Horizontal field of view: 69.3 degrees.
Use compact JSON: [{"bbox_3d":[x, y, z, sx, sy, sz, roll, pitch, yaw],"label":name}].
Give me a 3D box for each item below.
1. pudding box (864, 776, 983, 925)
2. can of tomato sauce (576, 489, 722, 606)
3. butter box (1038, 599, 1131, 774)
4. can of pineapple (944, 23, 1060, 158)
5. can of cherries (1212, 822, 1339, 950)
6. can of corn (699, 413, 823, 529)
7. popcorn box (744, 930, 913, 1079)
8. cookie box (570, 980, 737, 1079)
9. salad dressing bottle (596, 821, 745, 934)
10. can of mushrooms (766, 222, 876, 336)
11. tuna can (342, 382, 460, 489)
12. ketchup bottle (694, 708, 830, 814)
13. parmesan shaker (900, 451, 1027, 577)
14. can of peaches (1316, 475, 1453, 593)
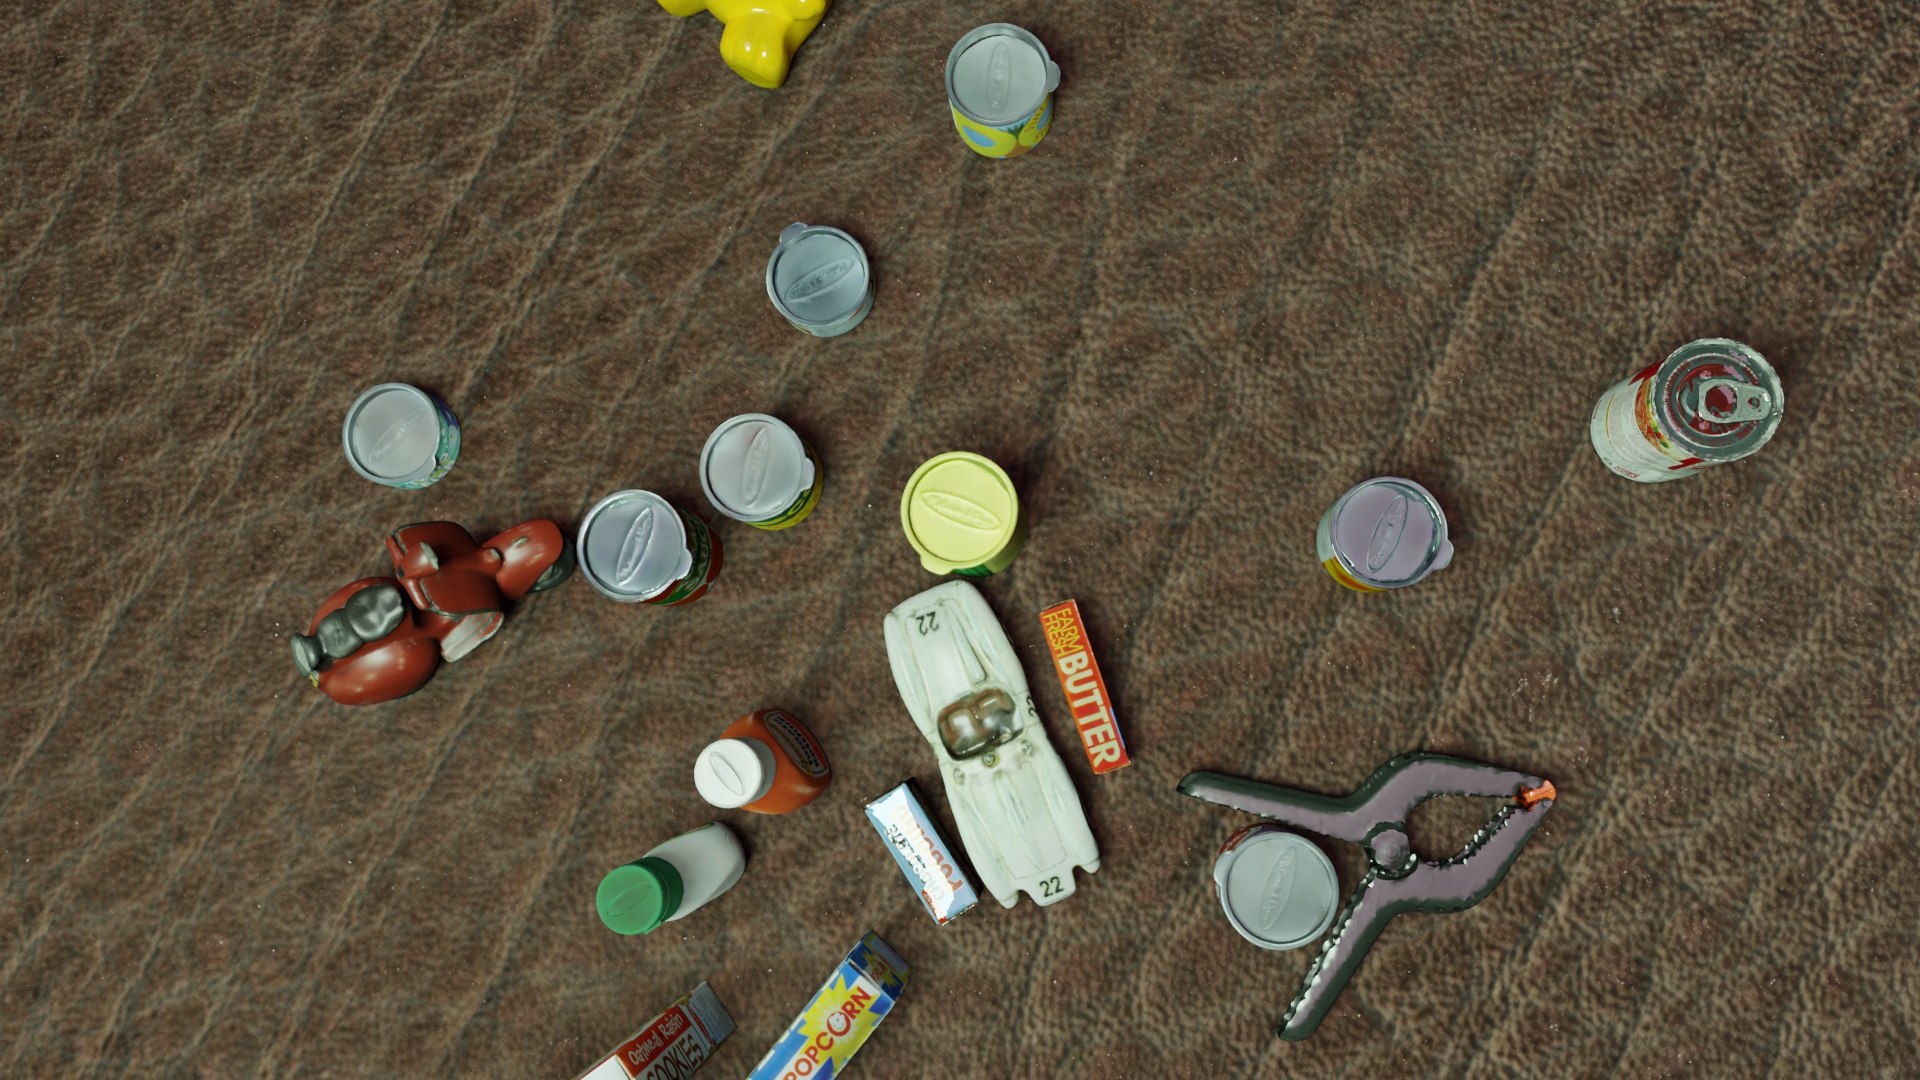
[{"bbox_3d":[-0.022,0.186,0.837,0.030,0.049,0.084,-33,82,2],"label":"pudding box"},{"bbox_3d":[-0.187,0.007,0.854,0.071,0.083,0.071,-1,85,5],"label":"can of tomato sauce"},{"bbox_3d":[0.075,0.088,0.836,0.024,0.053,0.103,-19,83,4],"label":"butter box"},{"bbox_3d":[0.027,-0.281,0.876,0.071,0.058,0.071,-1,84,5],"label":"can of pineapple"},{"bbox_3d":[0.181,0.199,0.812,0.071,0.058,0.071,-1,84,5],"label":"can of cherries"},{"bbox_3d":[-0.120,-0.041,0.865,0.071,0.058,0.071,-1,84,5],"label":"can of corn"},{"bbox_3d":[-0.085,0.296,0.814,0.038,0.085,0.126,39,89,8],"label":"popcorn box"},{"bbox_3d":[-0.204,0.318,0.781,0.123,0.167,0.040,-37,83,1],"label":"cookie box"},{"bbox_3d":[-0.166,0.195,0.800,0.064,0.147,0.044,-34,83,2],"label":"salad dressing bottle"},{"bbox_3d":[-0.089,-0.167,0.887,0.071,0.033,0.071,-1,84,5],"label":"can of mushrooms"},{"bbox_3d":[-0.361,-0.065,0.903,0.071,0.033,0.071,-1,84,5],"label":"tuna can"},{"bbox_3d":[-0.116,0.130,0.802,0.043,0.148,0.065,-40,82,1],"label":"ketchup bottle"},{"bbox_3d":[0.003,-0.010,0.828,0.071,0.103,0.071,-1,85,5],"label":"parmesan shaker"},{"bbox_3d":[0.251,-0.001,0.826,0.071,0.058,0.071,-1,84,5],"label":"can of peaches"}]
